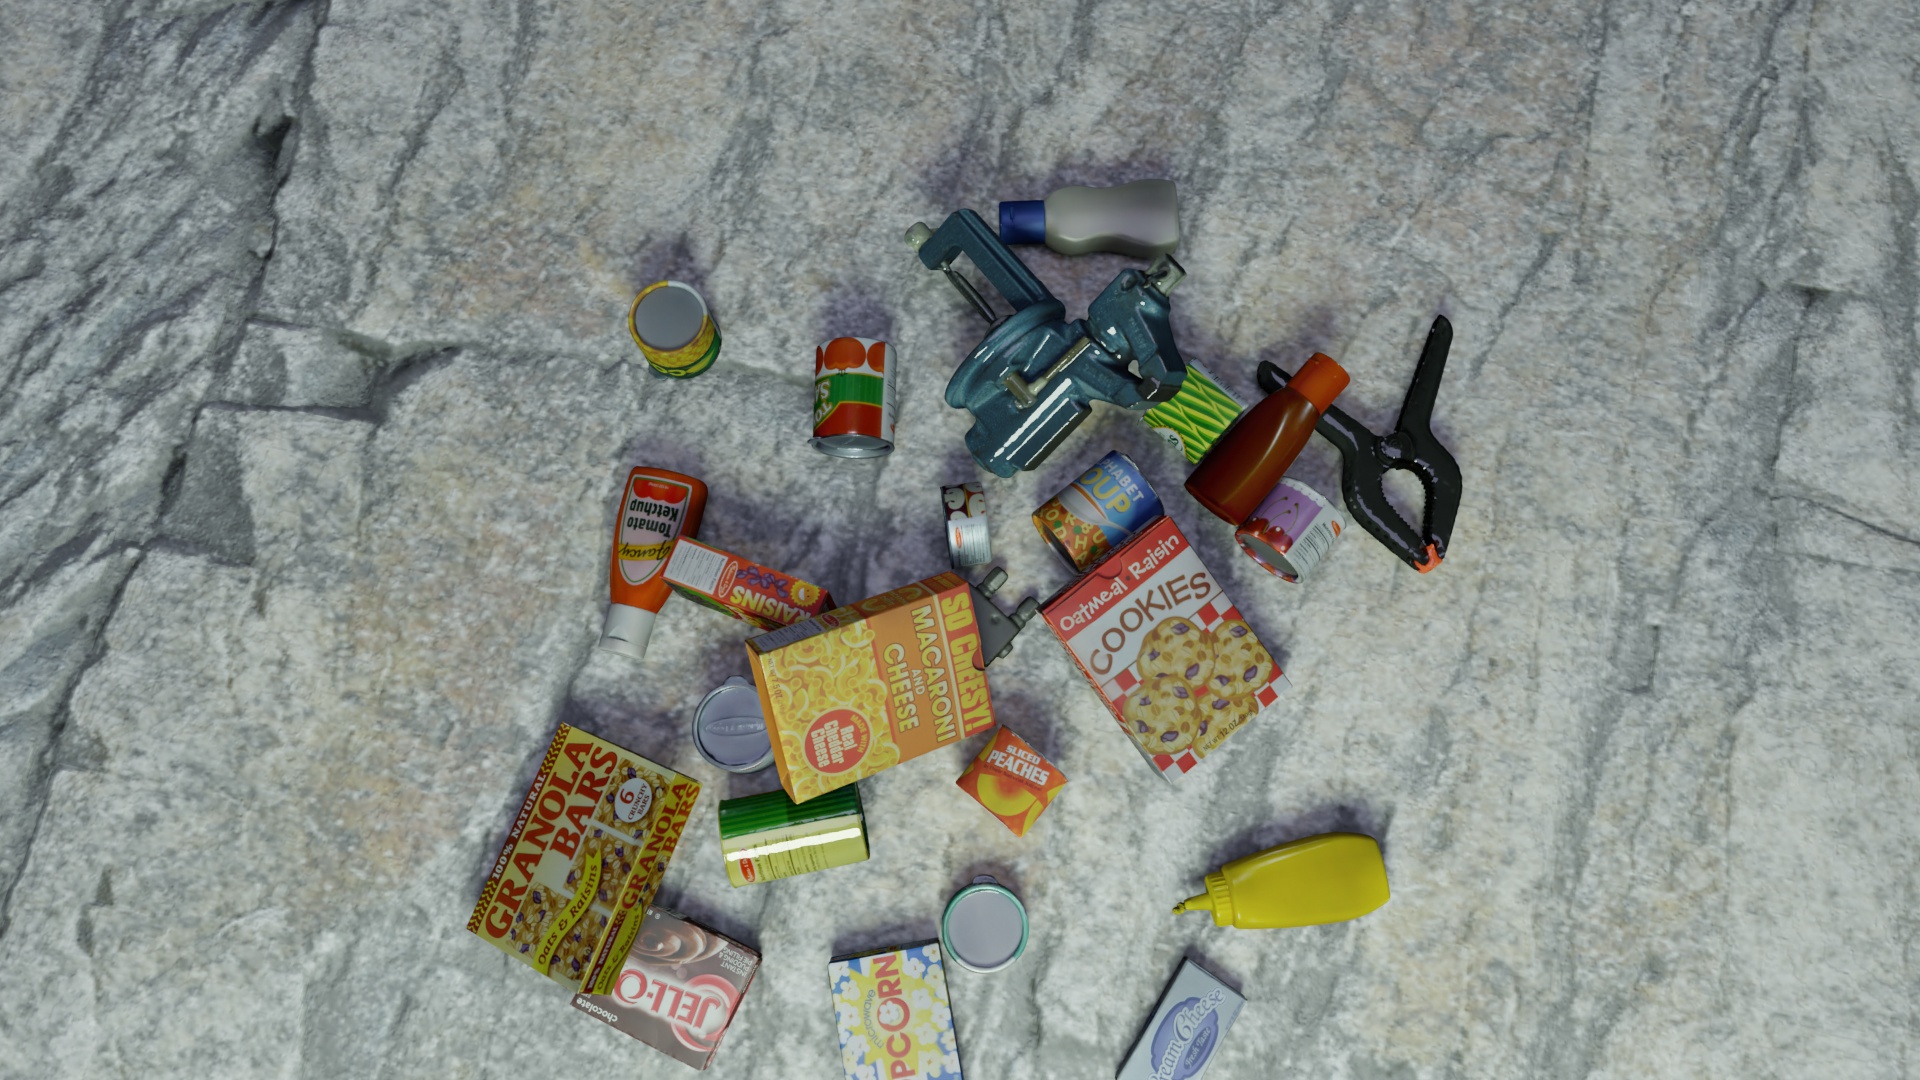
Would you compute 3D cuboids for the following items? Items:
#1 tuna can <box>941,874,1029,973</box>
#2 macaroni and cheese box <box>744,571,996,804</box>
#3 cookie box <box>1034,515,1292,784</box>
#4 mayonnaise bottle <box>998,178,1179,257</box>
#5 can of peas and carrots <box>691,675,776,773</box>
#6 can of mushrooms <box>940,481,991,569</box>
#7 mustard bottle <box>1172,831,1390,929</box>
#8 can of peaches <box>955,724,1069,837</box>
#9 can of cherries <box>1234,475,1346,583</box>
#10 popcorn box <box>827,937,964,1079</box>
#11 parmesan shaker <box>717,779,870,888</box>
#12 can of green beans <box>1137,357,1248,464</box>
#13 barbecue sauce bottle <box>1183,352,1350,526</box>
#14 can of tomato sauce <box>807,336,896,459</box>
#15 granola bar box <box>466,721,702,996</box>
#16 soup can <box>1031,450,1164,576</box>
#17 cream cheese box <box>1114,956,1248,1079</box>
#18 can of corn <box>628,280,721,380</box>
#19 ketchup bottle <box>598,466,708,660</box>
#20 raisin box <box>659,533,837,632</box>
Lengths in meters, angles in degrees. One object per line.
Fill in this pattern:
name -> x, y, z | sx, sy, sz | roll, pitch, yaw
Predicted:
tuna can -> 0.019, 0.288, 1.043 | 0.071, 0.032, 0.071 | 0, 78, 0
macaroni and cheese box -> -0.063, 0.107, 1.030 | 0.167, 0.040, 0.123 | -18, 111, -20
cookie box -> 0.155, 0.082, 1.062 | 0.123, 0.040, 0.167 | -37, 98, -7
mayonnaise bottle -> 0.107, -0.268, 1.163 | 0.148, 0.041, 0.065 | -2, 76, 1
can of peas and carrots -> -0.167, 0.142, 1.062 | 0.071, 0.058, 0.071 | 0, 77, 0
can of mushrooms -> 0.004, -0.014, 1.095 | 0.033, 0.071, 0.071 | -9, 78, -1
mustard bottle -> 0.236, 0.260, 1.042 | 0.160, 0.048, 0.065 | -9, 78, -1
can of peaches -> 0.038, 0.182, 1.048 | 0.071, 0.071, 0.058 | 40, 82, 8
can of cherries -> 0.257, -0.009, 1.094 | 0.071, 0.071, 0.058 | 38, 82, 8
popcorn box -> -0.046, 0.366, 1.023 | 0.085, 0.038, 0.127 | -10, 78, -2
parmesan shaker -> -0.124, 0.220, 1.044 | 0.103, 0.071, 0.071 | -11, 78, -3
can of green beans -> 0.188, -0.103, 1.113 | 0.058, 0.071, 0.071 | 42, 81, 8
barbecue sauce bottle -> 0.245, -0.082, 1.096 | 0.148, 0.065, 0.043 | -49, 121, 0
can of tomato sauce -> -0.087, -0.114, 1.115 | 0.071, 0.071, 0.083 | 1, 77, 0
granola bar box -> -0.278, 0.233, 1.029 | 0.124, 0.039, 0.166 | 16, 76, 30
soup can -> 0.107, -0.022, 1.093 | 0.084, 0.071, 0.071 | -38, 80, -7
cream cheese box -> 0.163, 0.369, 1.030 | 0.053, 0.024, 0.104 | 32, 79, 7
can of corn -> -0.234, -0.169, 1.131 | 0.071, 0.058, 0.071 | 0, 77, 0
ketchup bottle -> -0.248, 0.018, 1.098 | 0.065, 0.043, 0.149 | 12, 78, 7
raisin box -> -0.161, 0.042, 1.071 | 0.123, 0.086, 0.040 | 20, 77, 4
